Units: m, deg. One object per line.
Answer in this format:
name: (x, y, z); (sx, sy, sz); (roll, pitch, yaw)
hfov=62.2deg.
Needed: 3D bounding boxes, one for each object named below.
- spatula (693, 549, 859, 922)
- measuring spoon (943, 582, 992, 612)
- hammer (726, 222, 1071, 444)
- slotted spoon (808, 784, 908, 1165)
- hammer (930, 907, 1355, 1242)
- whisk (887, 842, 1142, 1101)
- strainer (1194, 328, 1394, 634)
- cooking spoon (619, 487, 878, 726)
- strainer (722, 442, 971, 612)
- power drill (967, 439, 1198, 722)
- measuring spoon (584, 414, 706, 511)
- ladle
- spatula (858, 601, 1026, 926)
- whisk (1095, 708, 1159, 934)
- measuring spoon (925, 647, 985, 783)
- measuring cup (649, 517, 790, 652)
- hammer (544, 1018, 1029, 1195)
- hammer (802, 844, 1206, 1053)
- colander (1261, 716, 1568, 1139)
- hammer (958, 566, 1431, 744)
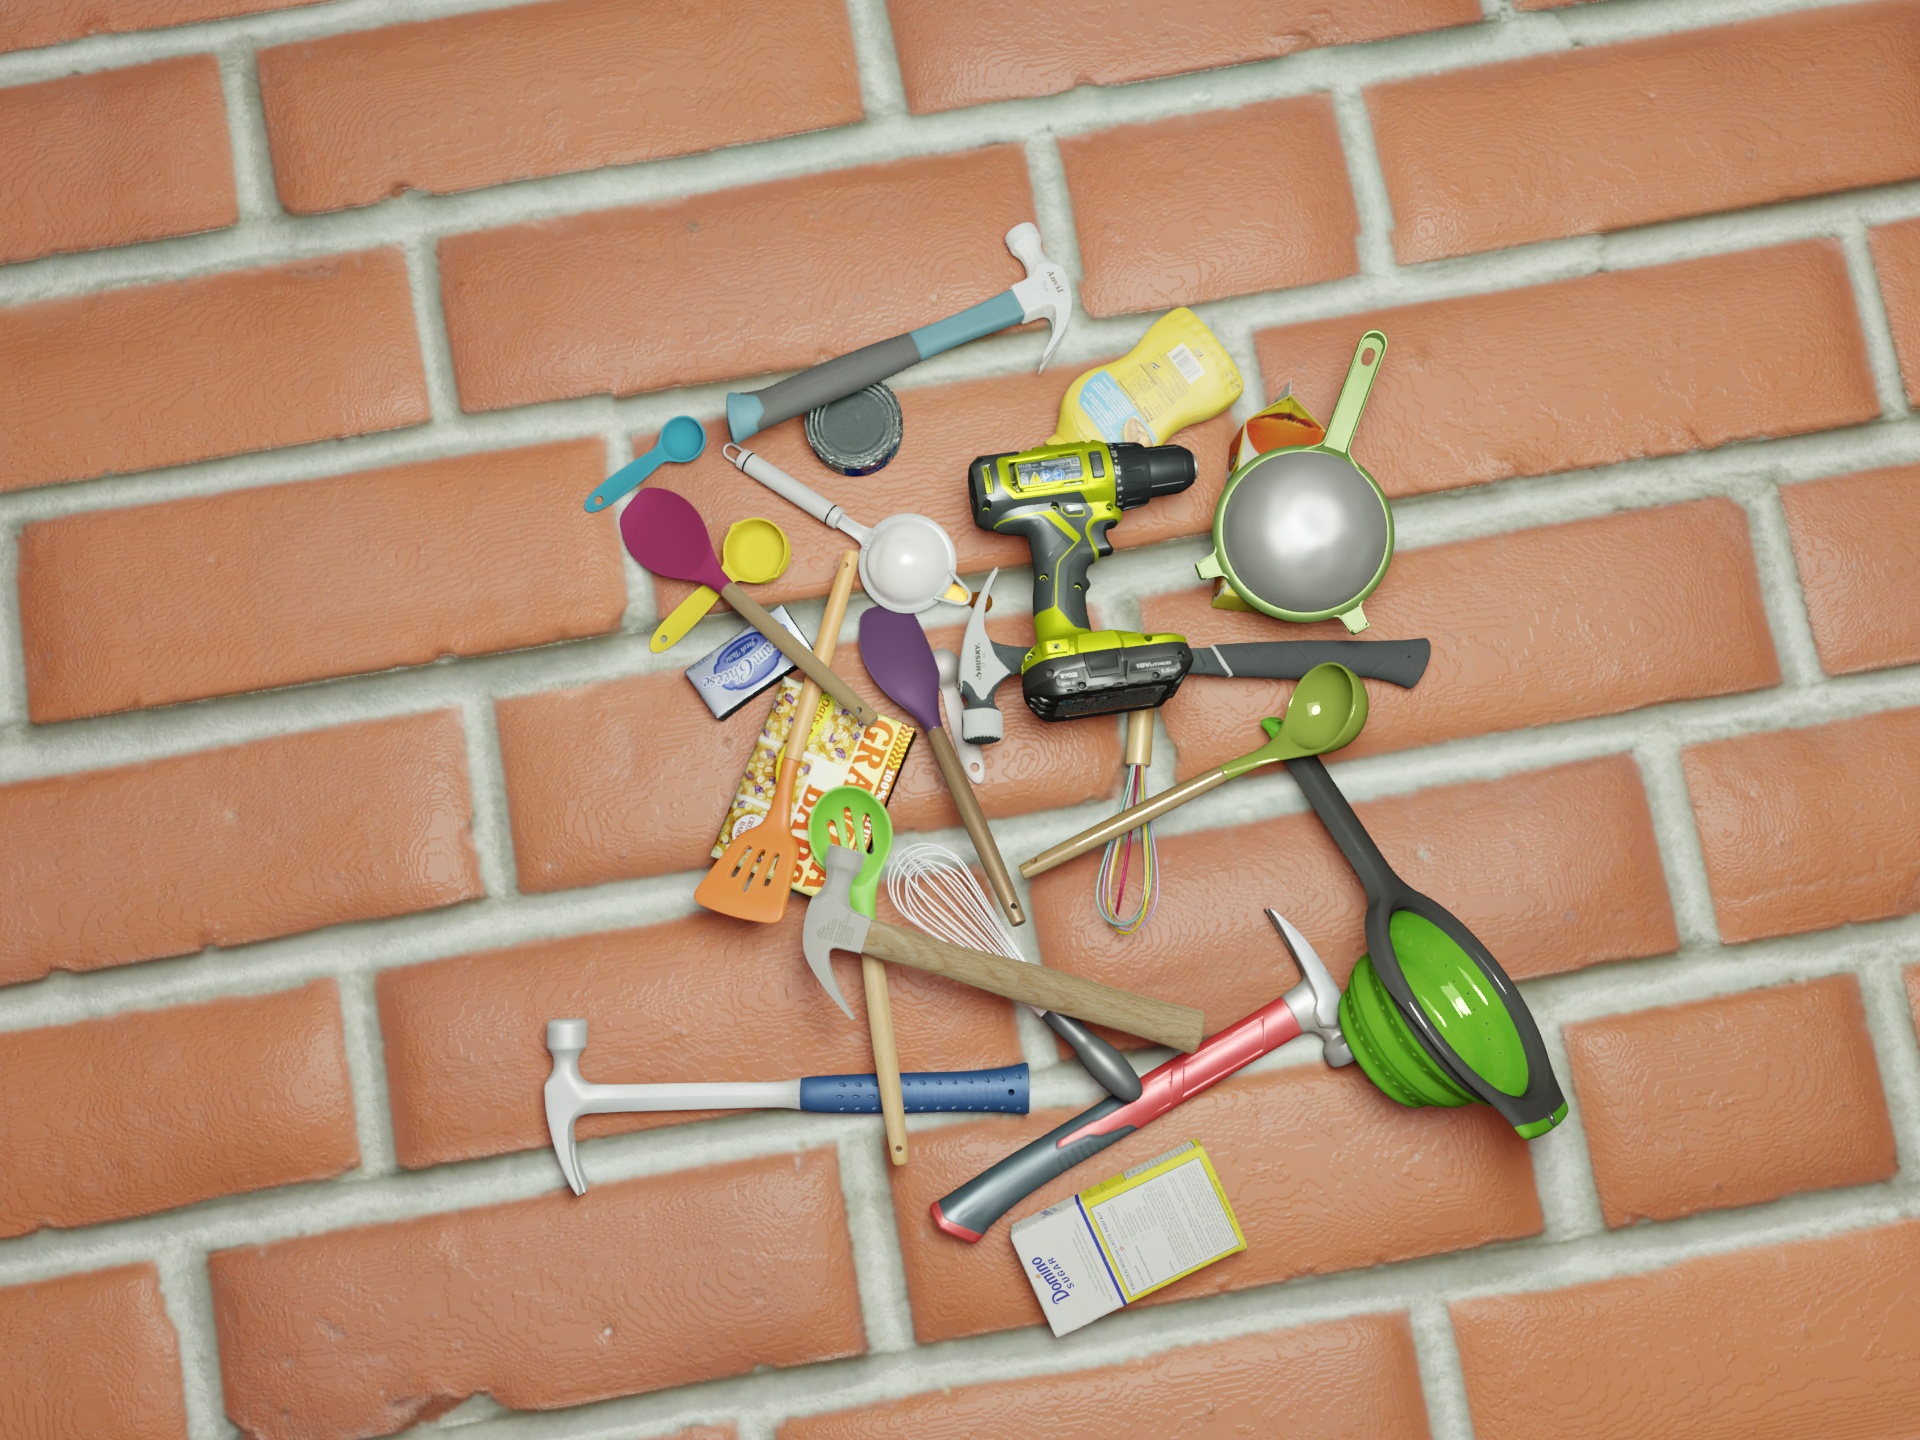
spatula: (-0.137, 0.008, 1.325); (0.081, 0.041, 0.323); (13, 81, 18)
measuring spoon: (-0.027, -0.120, 1.394); (0.117, 0.011, 0.021); (20, 84, 3)
hammer: (-0.053, -0.319, 1.377); (0.331, 0.033, 0.128); (-25, 78, -12)
slotted spoon: (-0.073, 0.209, 1.312); (0.070, 0.031, 0.314); (-9, 86, -3)
hammer: (0.141, 0.308, 1.332); (0.386, 0.038, 0.143); (-29, 83, -3)
whisk: (0.047, 0.209, 1.320); (0.070, 0.070, 0.285); (-45, 81, -4)
strainer: (0.303, -0.208, 1.299); (0.151, 0.069, 0.256); (21, 86, 3)
cooking spoon: (-0.181, -0.096, 1.348); (0.319, 0.017, 0.069); (41, 92, 23)
strainer: (-0.104, -0.172, 1.383); (0.258, 0.050, 0.087); (33, 98, 10)
power drill: (0.117, -0.125, 1.308); (0.190, 0.080, 0.229); (-8, 73, -6)
measuring spoon: (-0.278, -0.222, 1.409); (0.128, 0.021, 0.042); (-34, 81, 6)
ladle: (0.189, 0.047, 1.311); (0.320, 0.078, 0.062); (-26, 128, 1)
spatula: (-0.014, 0.031, 1.329); (0.060, 0.018, 0.316); (-19, 65, -13)
whisk: (0.147, 0.060, 1.361); (0.051, 0.047, 0.245); (6, 79, -3)
measuring spoon: (-0.002, -0.004, 1.377); (0.034, 0.018, 0.124); (-18, 85, -2)
measuring cup: (-0.212, -0.114, 1.393); (0.156, 0.029, 0.062); (-43, 81, 8)
hammer: (-0.145, 0.319, 1.334); (0.405, 0.035, 0.144); (-1, 83, 0)
hammer: (0.033, 0.207, 1.277); (0.331, 0.031, 0.130); (16, 84, 2)
colander: (0.337, 0.179, 1.317); (0.094, 0.204, 0.397); (-43, 65, 30)
hammer: (0.201, -0.055, 1.355); (0.409, 0.036, 0.149); (0, 75, -6)
